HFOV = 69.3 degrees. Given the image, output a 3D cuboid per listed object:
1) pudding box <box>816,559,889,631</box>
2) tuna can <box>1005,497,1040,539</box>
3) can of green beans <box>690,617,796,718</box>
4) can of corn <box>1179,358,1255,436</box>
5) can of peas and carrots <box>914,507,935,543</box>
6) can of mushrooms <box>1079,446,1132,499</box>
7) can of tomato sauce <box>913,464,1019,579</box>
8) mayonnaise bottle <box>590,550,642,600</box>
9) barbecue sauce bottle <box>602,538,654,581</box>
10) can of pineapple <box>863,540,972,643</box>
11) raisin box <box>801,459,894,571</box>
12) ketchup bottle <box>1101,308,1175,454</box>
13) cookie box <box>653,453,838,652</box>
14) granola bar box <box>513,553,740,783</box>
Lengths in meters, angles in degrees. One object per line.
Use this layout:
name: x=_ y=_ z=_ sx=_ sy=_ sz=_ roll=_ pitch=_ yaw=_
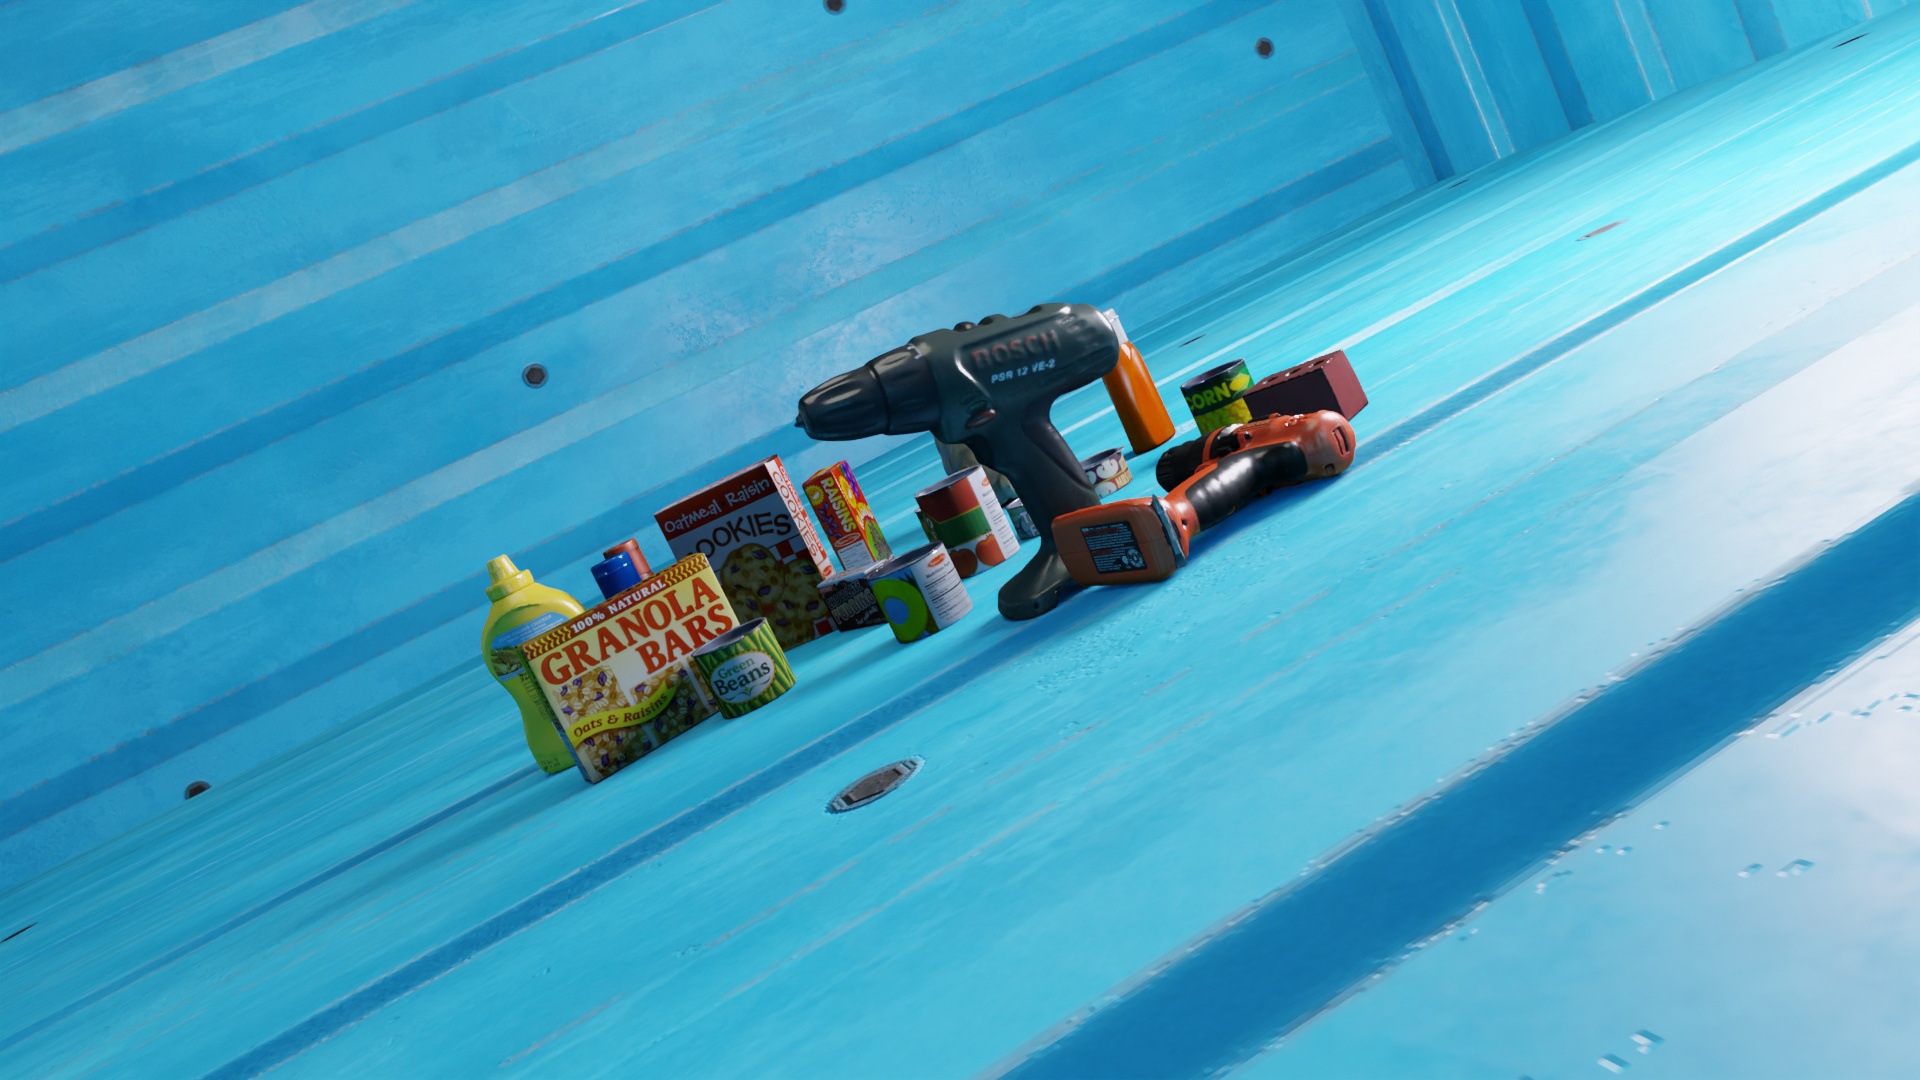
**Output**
pudding box: x=-0.085 y=0.048 z=1.213 sx=0.030 sy=0.049 sz=0.083 roll=-31 pitch=10 yaw=-37
tuna can: x=0.077 y=-0.029 z=1.272 sx=0.071 sy=0.033 sz=0.071 roll=-25 pitch=8 yaw=4
can of green beans: x=-0.173 y=0.102 z=1.110 sx=0.071 sy=0.057 sz=0.071 roll=-25 pitch=8 yaw=4
can of corn: x=0.249 y=-0.132 z=1.320 sx=0.071 sy=0.058 sz=0.071 roll=-25 pitch=8 yaw=4
can of peas and carrots: x=-0.002 y=-0.016 z=1.339 sx=0.071 sy=0.058 sz=0.071 roll=-25 pitch=8 yaw=4
can of mushrooms: x=0.129 y=-0.061 z=1.315 sx=0.071 sy=0.033 sz=0.071 roll=-25 pitch=8 yaw=4
can of tomato sauce: x=0.004 y=-0.015 z=1.229 sx=0.071 sy=0.083 sz=0.071 roll=-25 pitch=8 yaw=4
mayonnaise bottle: x=-0.280 y=0.082 z=1.240 sx=0.064 sy=0.148 sz=0.041 roll=-22 pitch=8 yaw=25
barbecue sauce bottle: x=-0.316 y=0.071 z=1.419 sx=0.044 sy=0.148 sz=0.065 roll=-25 pitch=8 yaw=2
can of pineapple: x=-0.033 y=0.040 z=1.078 sx=0.071 sy=0.058 sz=0.071 roll=-25 pitch=8 yaw=4
raisin box: x=-0.120 y=-0.020 z=1.495 sx=0.040 sy=0.123 sz=0.086 roll=-24 pitch=8 yaw=11
ketchup bottle: x=0.174 y=-0.167 z=1.447 sx=0.043 sy=0.148 sz=0.065 roll=-21 pitch=9 yaw=33
cookie box: x=-0.189 y=0.022 z=1.281 sx=0.123 sy=0.167 sz=0.040 roll=-23 pitch=8 yaw=15
granola bar box: x=-0.259 y=0.102 z=1.134 sx=0.166 sy=0.124 sz=0.039 roll=-30 pitch=9 yaw=-28
